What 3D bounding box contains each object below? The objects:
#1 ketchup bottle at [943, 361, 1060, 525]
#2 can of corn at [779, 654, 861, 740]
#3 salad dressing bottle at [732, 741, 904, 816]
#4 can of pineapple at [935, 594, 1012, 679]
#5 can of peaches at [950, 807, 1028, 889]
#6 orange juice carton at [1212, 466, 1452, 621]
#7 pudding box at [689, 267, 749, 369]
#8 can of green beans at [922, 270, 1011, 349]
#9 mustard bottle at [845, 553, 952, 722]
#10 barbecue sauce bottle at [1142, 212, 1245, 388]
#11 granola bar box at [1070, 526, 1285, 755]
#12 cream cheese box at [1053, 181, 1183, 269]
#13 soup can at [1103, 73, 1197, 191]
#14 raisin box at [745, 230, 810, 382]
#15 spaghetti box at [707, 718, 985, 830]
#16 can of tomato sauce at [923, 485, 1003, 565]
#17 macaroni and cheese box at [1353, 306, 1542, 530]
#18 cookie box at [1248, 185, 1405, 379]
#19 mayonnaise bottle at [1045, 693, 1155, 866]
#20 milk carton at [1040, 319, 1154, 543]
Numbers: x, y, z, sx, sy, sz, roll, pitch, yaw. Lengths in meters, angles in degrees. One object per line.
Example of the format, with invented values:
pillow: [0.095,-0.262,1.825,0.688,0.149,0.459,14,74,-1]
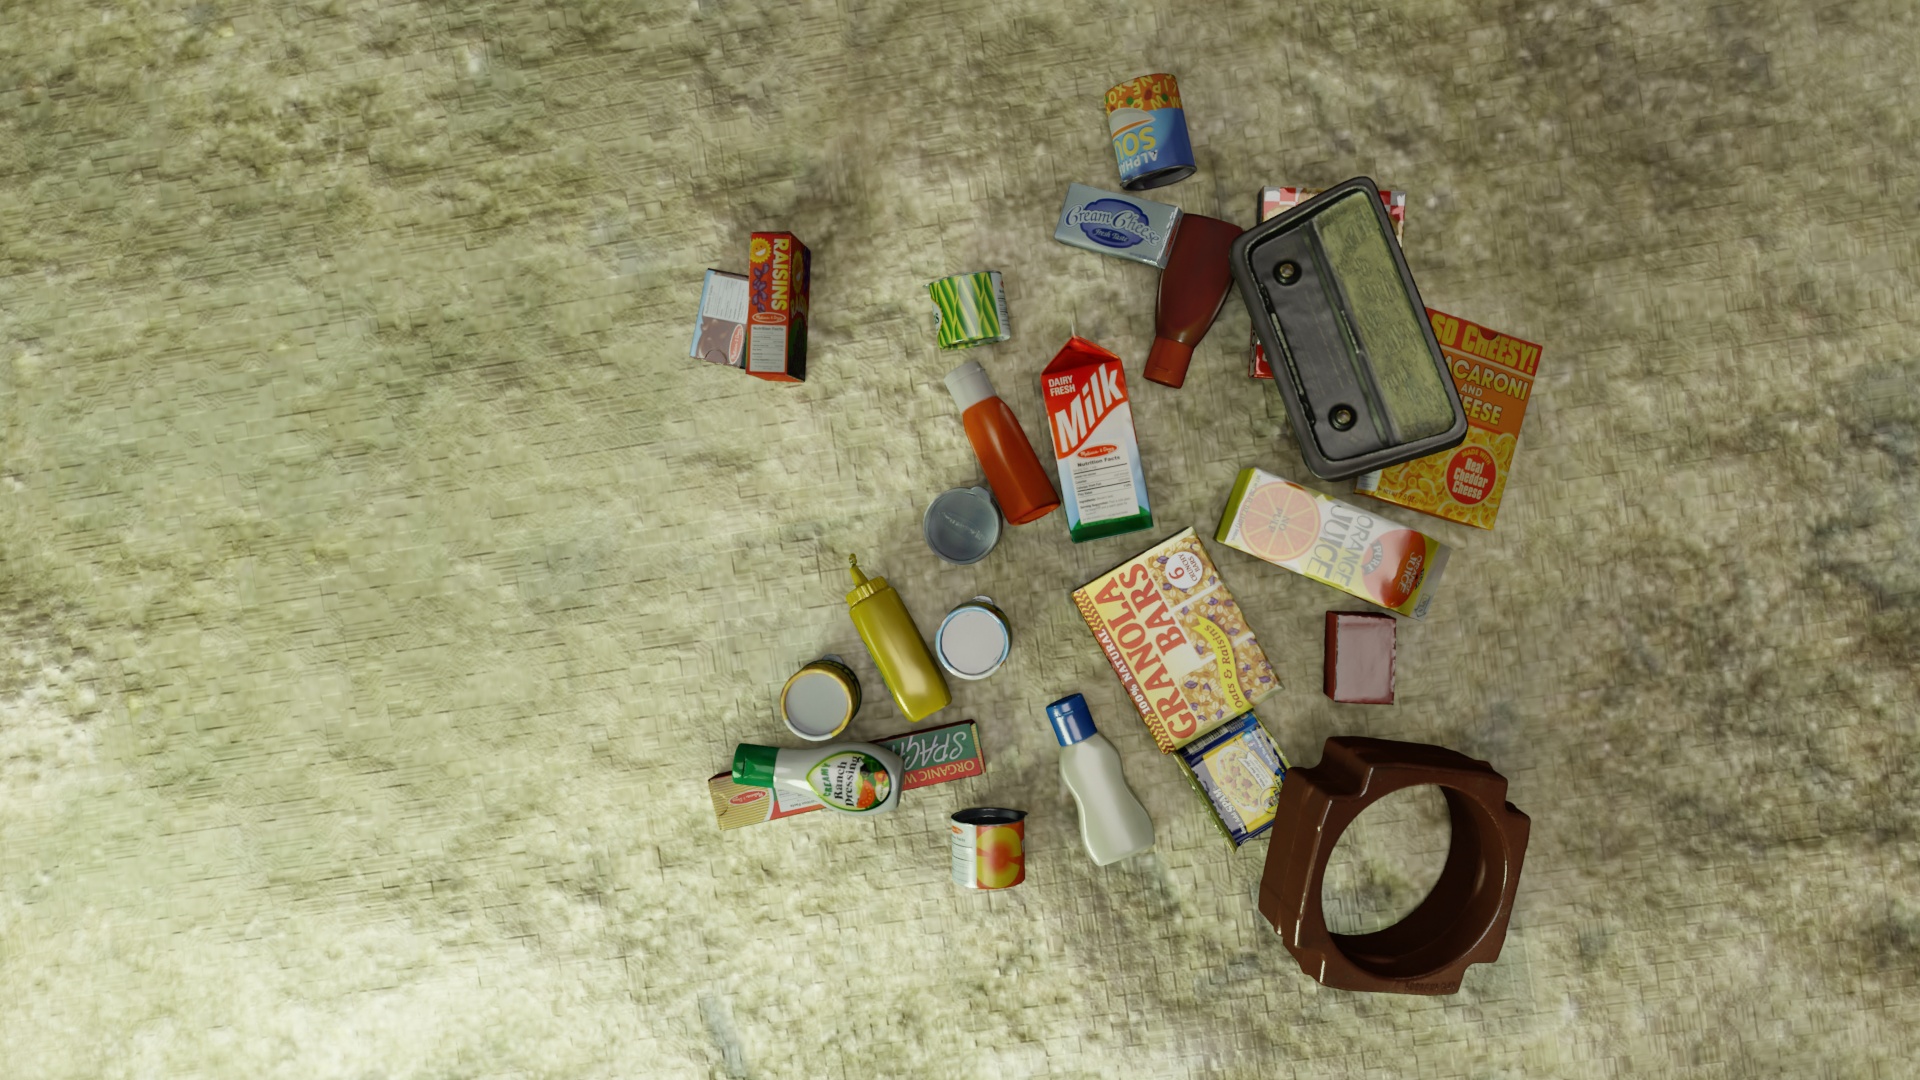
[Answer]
ketchup bottle: [0.034,-0.087,1.231,0.043,0.065,0.149,-32,80,28]
can of corn: [-0.125,0.140,1.245,0.071,0.058,0.071,0,92,3]
salad dressing bottle: [-0.125,0.205,1.224,0.148,0.044,0.064,6,91,4]
can of pineapple: [0.012,0.086,1.235,0.071,0.058,0.071,0,91,4]
can of peaches: [0.027,0.273,1.235,0.071,0.071,0.058,-1,91,4]
orange juice carton: [0.325,0.003,1.207,0.193,0.073,0.071,22,92,2]
pudding box: [-0.212,-0.200,1.258,0.050,0.030,0.083,11,92,2]
can of green beans: [0.008,-0.203,1.226,0.071,0.071,0.058,-9,91,4]
mustard bottle: [-0.063,0.084,1.240,0.049,0.065,0.160,-29,84,-1]
barbecue sauce bottle: [0.201,-0.209,1.225,0.065,0.044,0.148,19,93,17]
granola bar box: [0.191,0.088,1.234,0.124,0.039,0.165,-30,89,3]
cream cheese box: [0.138,-0.277,1.222,0.104,0.024,0.053,19,93,22]
soup can: [0.163,-0.355,1.212,0.071,0.071,0.083,-13,90,4]
raisin box: [-0.160,-0.204,1.227,0.040,0.086,0.123,2,92,5]
spaghetti box: [-0.102,0.212,1.260,0.250,0.029,0.050,-13,90,4]
can of tomato sauce: [0.004,-0.015,1.221,0.071,0.083,0.071,0,91,4]
macaroni and cheese box: [0.421,-0.104,1.196,0.124,0.040,0.166,14,93,-18]
cookie box: [0.320,-0.222,1.219,0.123,0.040,0.167,3,92,4]
mayonnaise bottle: [0.120,0.211,1.241,0.065,0.041,0.148,-22,89,2]
milk carton: [0.115,-0.098,1.219,0.073,0.072,0.190,-11,92,4]
